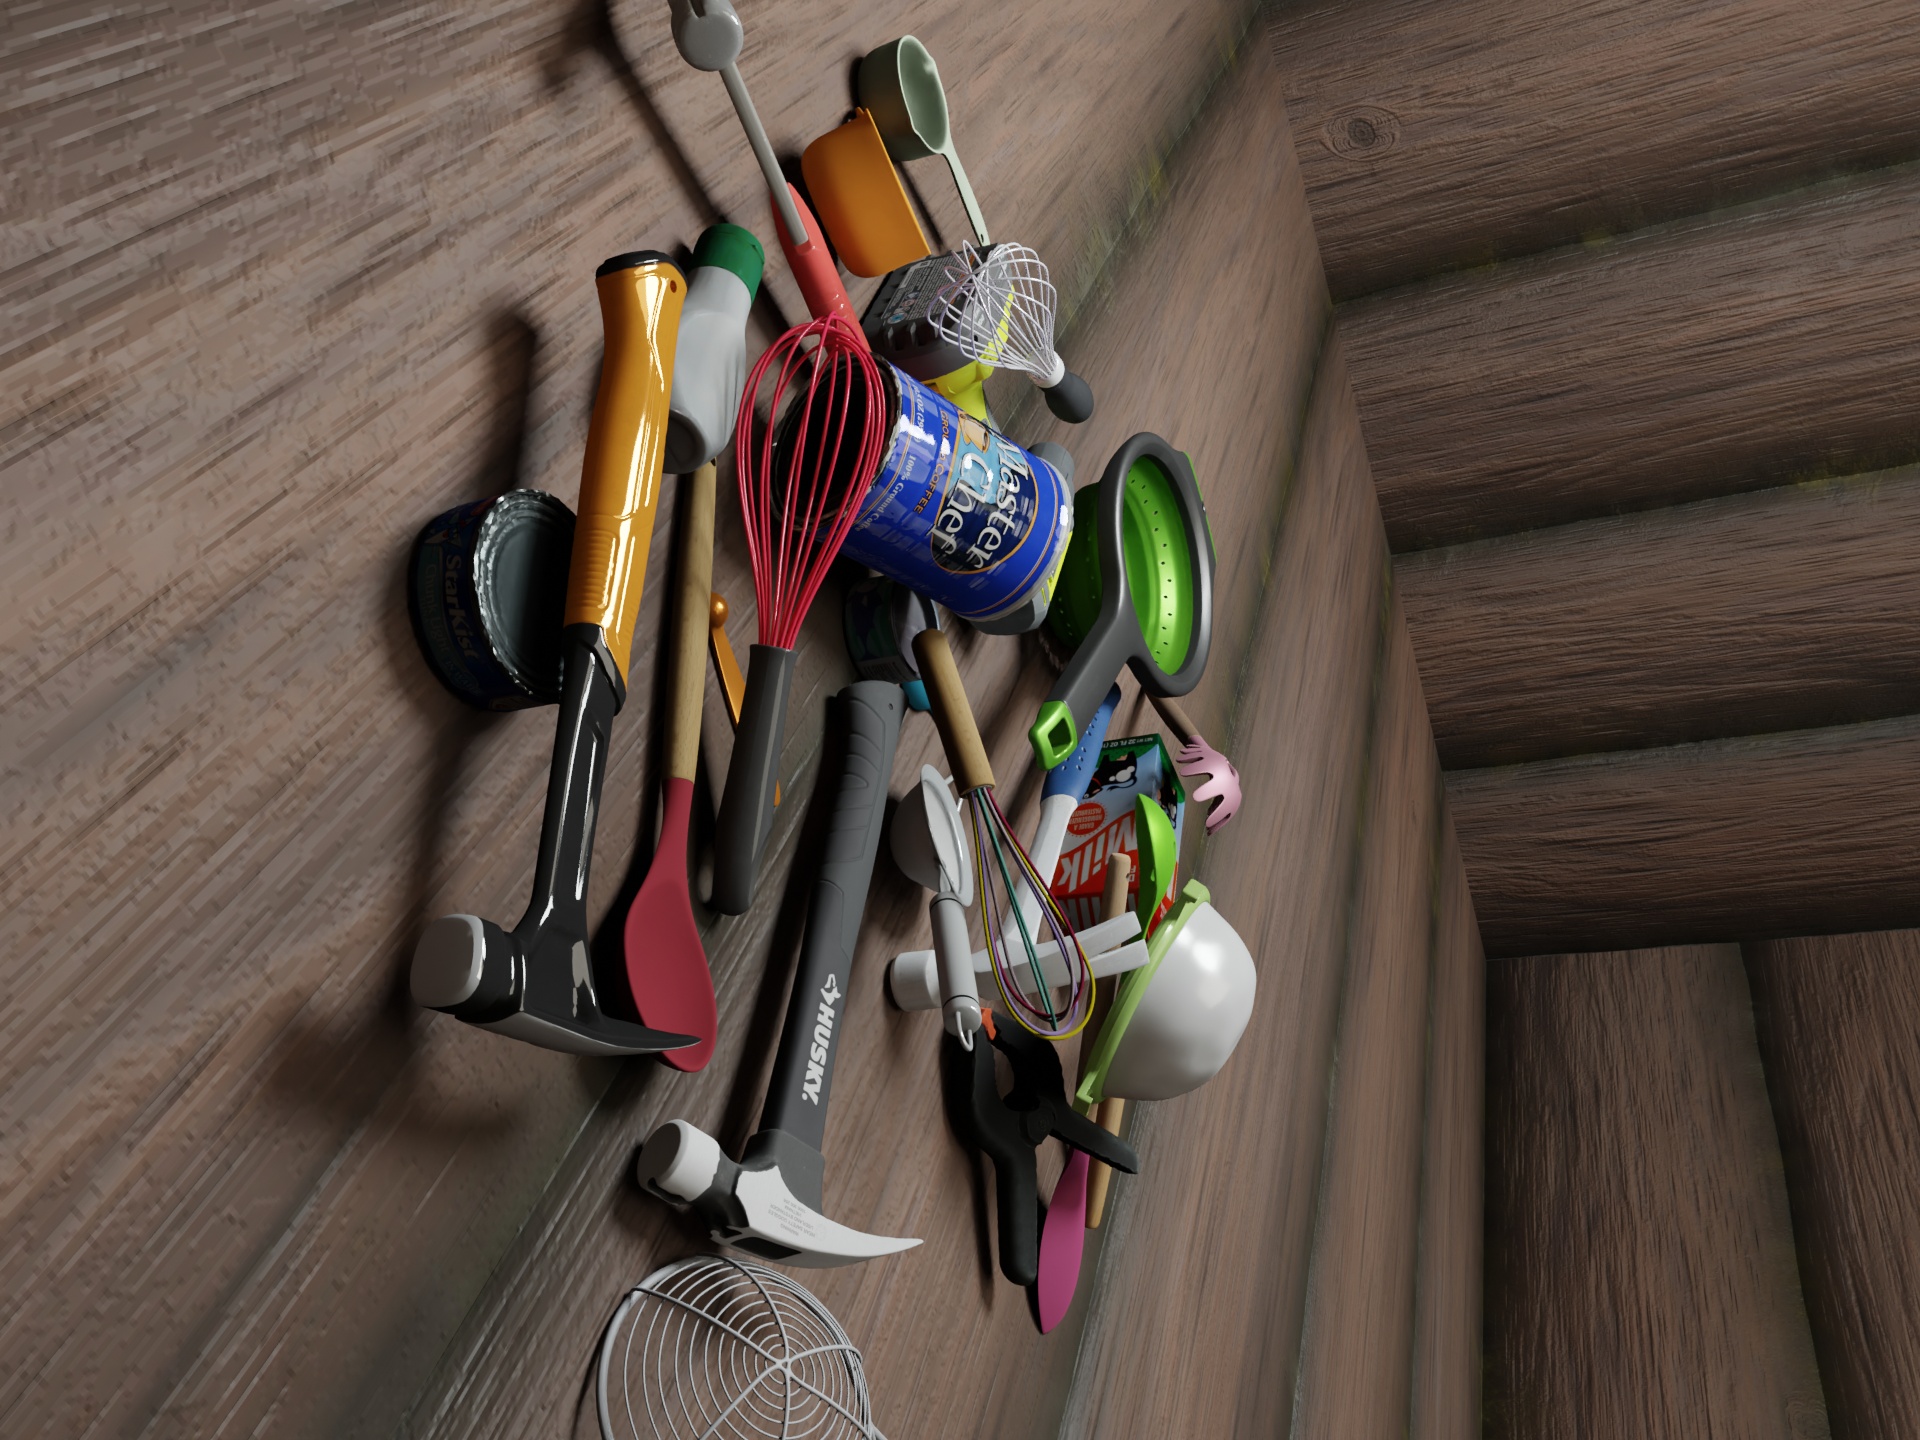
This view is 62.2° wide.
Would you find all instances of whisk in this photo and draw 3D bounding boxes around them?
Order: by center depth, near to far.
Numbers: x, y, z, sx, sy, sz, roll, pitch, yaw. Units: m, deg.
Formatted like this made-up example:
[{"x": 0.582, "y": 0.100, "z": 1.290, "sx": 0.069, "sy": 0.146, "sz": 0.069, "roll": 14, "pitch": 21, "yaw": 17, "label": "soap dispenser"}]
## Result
[{"x": -0.087, "y": -0.053, "z": 0.763, "sx": 0.073, "sy": 0.073, "sz": 0.296, "roll": 18, "pitch": 81, "yaw": -64, "label": "whisk"}, {"x": 0.019, "y": 0.059, "z": 0.877, "sx": 0.051, "sy": 0.047, "sz": 0.245, "roll": 48, "pitch": 22, "yaw": -68, "label": "whisk"}, {"x": 0.043, "y": -0.223, "z": 0.967, "sx": 0.284, "sy": 0.070, "sz": 0.070, "roll": 14, "pitch": 69, "yaw": -74, "label": "whisk"}]

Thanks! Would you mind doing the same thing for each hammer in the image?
[{"x": -0.137, "y": -0.039, "z": 0.629, "sx": 0.127, "sy": 0.034, "sz": 0.337, "roll": 40, "pitch": 47, "yaw": -56, "label": "hammer"}, {"x": -0.062, "y": 0.110, "z": 0.805, "sx": 0.146, "sy": 0.035, "sz": 0.335, "roll": 40, "pitch": 40, "yaw": -31, "label": "hammer"}, {"x": -0.081, "y": -0.250, "z": 0.883, "sx": 0.149, "sy": 0.036, "sz": 0.358, "roll": -109, "pitch": 176, "yaw": -47, "label": "hammer"}, {"x": 0.070, "y": 0.062, "z": 1.061, "sx": 0.406, "sy": 0.144, "sz": 0.035, "roll": -64, "pitch": 140, "yaw": -62, "label": "hammer"}]

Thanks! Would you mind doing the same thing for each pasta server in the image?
[{"x": 0.176, "y": 0.015, "z": 1.281, "sx": 0.316, "sy": 0.040, "sz": 0.060, "roll": -106, "pitch": 170, "yaw": -74, "label": "pasta server"}]

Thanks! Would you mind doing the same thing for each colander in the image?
[{"x": 0.091, "y": -0.075, "z": 1.175, "sx": 0.397, "sy": 0.094, "sz": 0.204, "roll": -54, "pitch": 131, "yaw": -52, "label": "colander"}]

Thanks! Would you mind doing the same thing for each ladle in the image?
[{"x": -0.128, "y": 0.004, "z": 0.732, "sx": 0.069, "sy": 0.031, "sz": 0.316, "roll": 43, "pitch": 42, "yaw": -58, "label": "ladle"}]

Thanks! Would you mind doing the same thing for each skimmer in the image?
[{"x": -0.059, "y": 0.360, "z": 0.757, "sx": 0.362, "sy": 0.090, "sz": 0.127, "roll": 69, "pitch": 5, "yaw": -50, "label": "skimmer"}]

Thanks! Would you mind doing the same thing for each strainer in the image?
[{"x": -0.011, "y": 0.099, "z": 0.869, "sx": 0.259, "sy": 0.050, "sz": 0.086, "roll": -101, "pitch": 170, "yaw": -64, "label": "strainer"}, {"x": 0.152, "y": 0.190, "z": 1.023, "sx": 0.151, "sy": 0.069, "sz": 0.256, "roll": -62, "pitch": 161, "yaw": -2, "label": "strainer"}]

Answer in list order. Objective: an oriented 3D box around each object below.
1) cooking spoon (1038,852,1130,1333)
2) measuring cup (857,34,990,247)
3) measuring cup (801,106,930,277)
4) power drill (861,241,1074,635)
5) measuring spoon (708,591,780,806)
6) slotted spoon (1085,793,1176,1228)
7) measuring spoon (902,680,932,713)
[{"x": 0.083, "y": 0.244, "z": 1.041, "sx": 0.068, "sy": 0.017, "sz": 0.319, "roll": 0, "pitch": 98, "yaw": -64, "label": "cooking spoon"}, {"x": -0.023, "y": -0.383, "z": 1.089, "sx": 0.167, "sy": 0.038, "sz": 0.083, "roll": 59, "pitch": 32, "yaw": -45, "label": "measuring cup"}, {"x": -0.067, "y": -0.332, "z": 0.971, "sx": 0.174, "sy": 0.052, "sz": 0.095, "roll": -109, "pitch": 173, "yaw": -50, "label": "measuring cup"}, {"x": 0.021, "y": -0.197, "z": 1.077, "sx": 0.191, "sy": 0.080, "sz": 0.228, "roll": -71, "pitch": 147, "yaw": -47, "label": "power drill"}, {"x": -0.108, "y": -0.010, "z": 0.800, "sx": 0.021, "sy": 0.011, "sz": 0.116, "roll": -48, "pitch": 126, "yaw": -60, "label": "measuring spoon"}, {"x": 0.113, "y": 0.204, "z": 1.092, "sx": 0.070, "sy": 0.031, "sz": 0.313, "roll": -105, "pitch": -158, "yaw": -78, "label": "slotted spoon"}, {"x": -0.002, "y": -0.003, "z": 1.022, "sx": 0.128, "sy": 0.021, "sz": 0.042, "roll": 54, "pitch": 36, "yaw": -44, "label": "measuring spoon"}]
